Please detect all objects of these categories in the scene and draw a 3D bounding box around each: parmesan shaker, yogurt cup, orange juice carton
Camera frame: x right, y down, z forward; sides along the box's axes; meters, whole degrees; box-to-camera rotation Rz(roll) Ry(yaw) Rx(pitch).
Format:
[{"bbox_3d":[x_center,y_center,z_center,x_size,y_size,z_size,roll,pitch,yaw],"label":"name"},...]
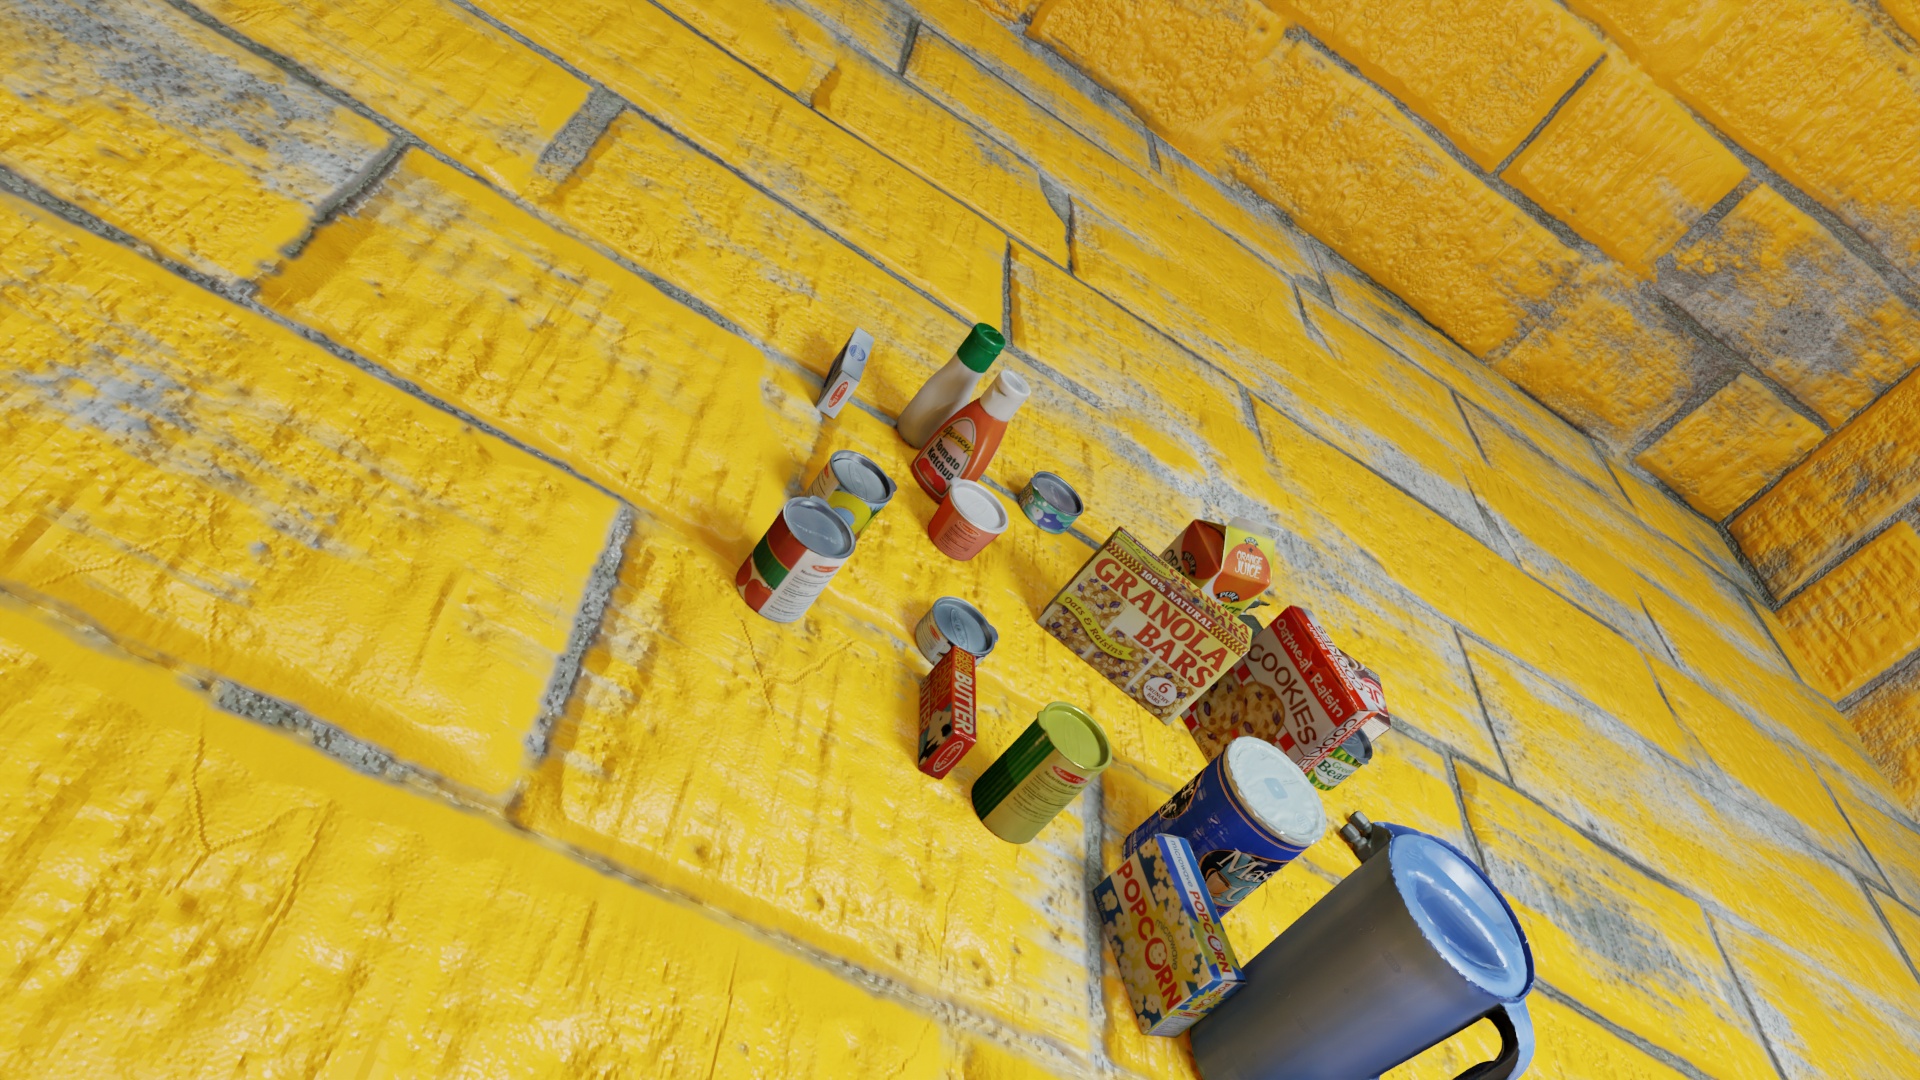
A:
[{"bbox_3d":[0.061,0.183,1.099,0.071,0.102,0.072,28,32,-20],"label":"parmesan shaker"},{"bbox_3d":[0.005,-0.017,1.348,0.072,0.053,0.073,28,32,-20],"label":"yogurt cup"},{"bbox_3d":[0.235,0.046,1.379,0.072,0.191,0.073,16,38,-35],"label":"orange juice carton"}]

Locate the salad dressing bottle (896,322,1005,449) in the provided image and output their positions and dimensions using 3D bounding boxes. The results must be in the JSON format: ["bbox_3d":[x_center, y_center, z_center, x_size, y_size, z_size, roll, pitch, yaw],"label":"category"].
[{"bbox_3d":[-0.009,-0.158,1.425,0.064,0.147,0.044,-10,56,-53],"label":"salad dressing bottle"}]

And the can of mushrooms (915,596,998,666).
[{"bbox_3d":[-0.003,0.085,1.226,0.071,0.033,0.071,28,33,-19],"label":"can of mushrooms"}]

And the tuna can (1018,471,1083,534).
[{"bbox_3d":[0.095,-0.041,1.499,0.071,0.032,0.071,28,33,-19],"label":"tuna can"}]

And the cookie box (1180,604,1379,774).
[{"bbox_3d":[0.298,0.162,1.322,0.040,0.166,0.123,8,43,-42],"label":"cookie box"}]

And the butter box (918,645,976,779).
[{"bbox_3d":[-0.010,0.138,1.129,0.024,0.053,0.104,28,32,-20],"label":"butter box"}]

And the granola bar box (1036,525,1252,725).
[{"bbox_3d":[0.177,0.083,1.336,0.165,0.123,0.039,38,30,-2],"label":"granola bar box"}]

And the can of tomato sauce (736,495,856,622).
[{"bbox_3d":[-0.135,0.015,1.126,0.071,0.082,0.071,28,32,-20],"label":"can of tomato sauce"}]

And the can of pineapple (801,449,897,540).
[{"bbox_3d":[-0.102,-0.038,1.256,0.071,0.057,0.071,28,32,-20],"label":"can of pineapple"}]

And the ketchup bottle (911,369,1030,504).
[{"bbox_3d":[0.013,-0.105,1.379,0.044,0.148,0.065,-10,56,-53],"label":"ketchup bottle"}]

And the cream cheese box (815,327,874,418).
[{"bbox_3d":[-0.117,-0.172,1.418,0.024,0.053,0.104,32,31,-14],"label":"cream cheese box"}]

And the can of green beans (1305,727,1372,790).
[{"bbox_3d":[0.386,0.219,1.450,0.071,0.057,0.071,28,32,-20],"label":"can of green beans"}]

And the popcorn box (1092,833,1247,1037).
[{"bbox_3d":[0.158,0.302,1.067,0.038,0.085,0.127,17,37,-34],"label":"popcorn box"}]
